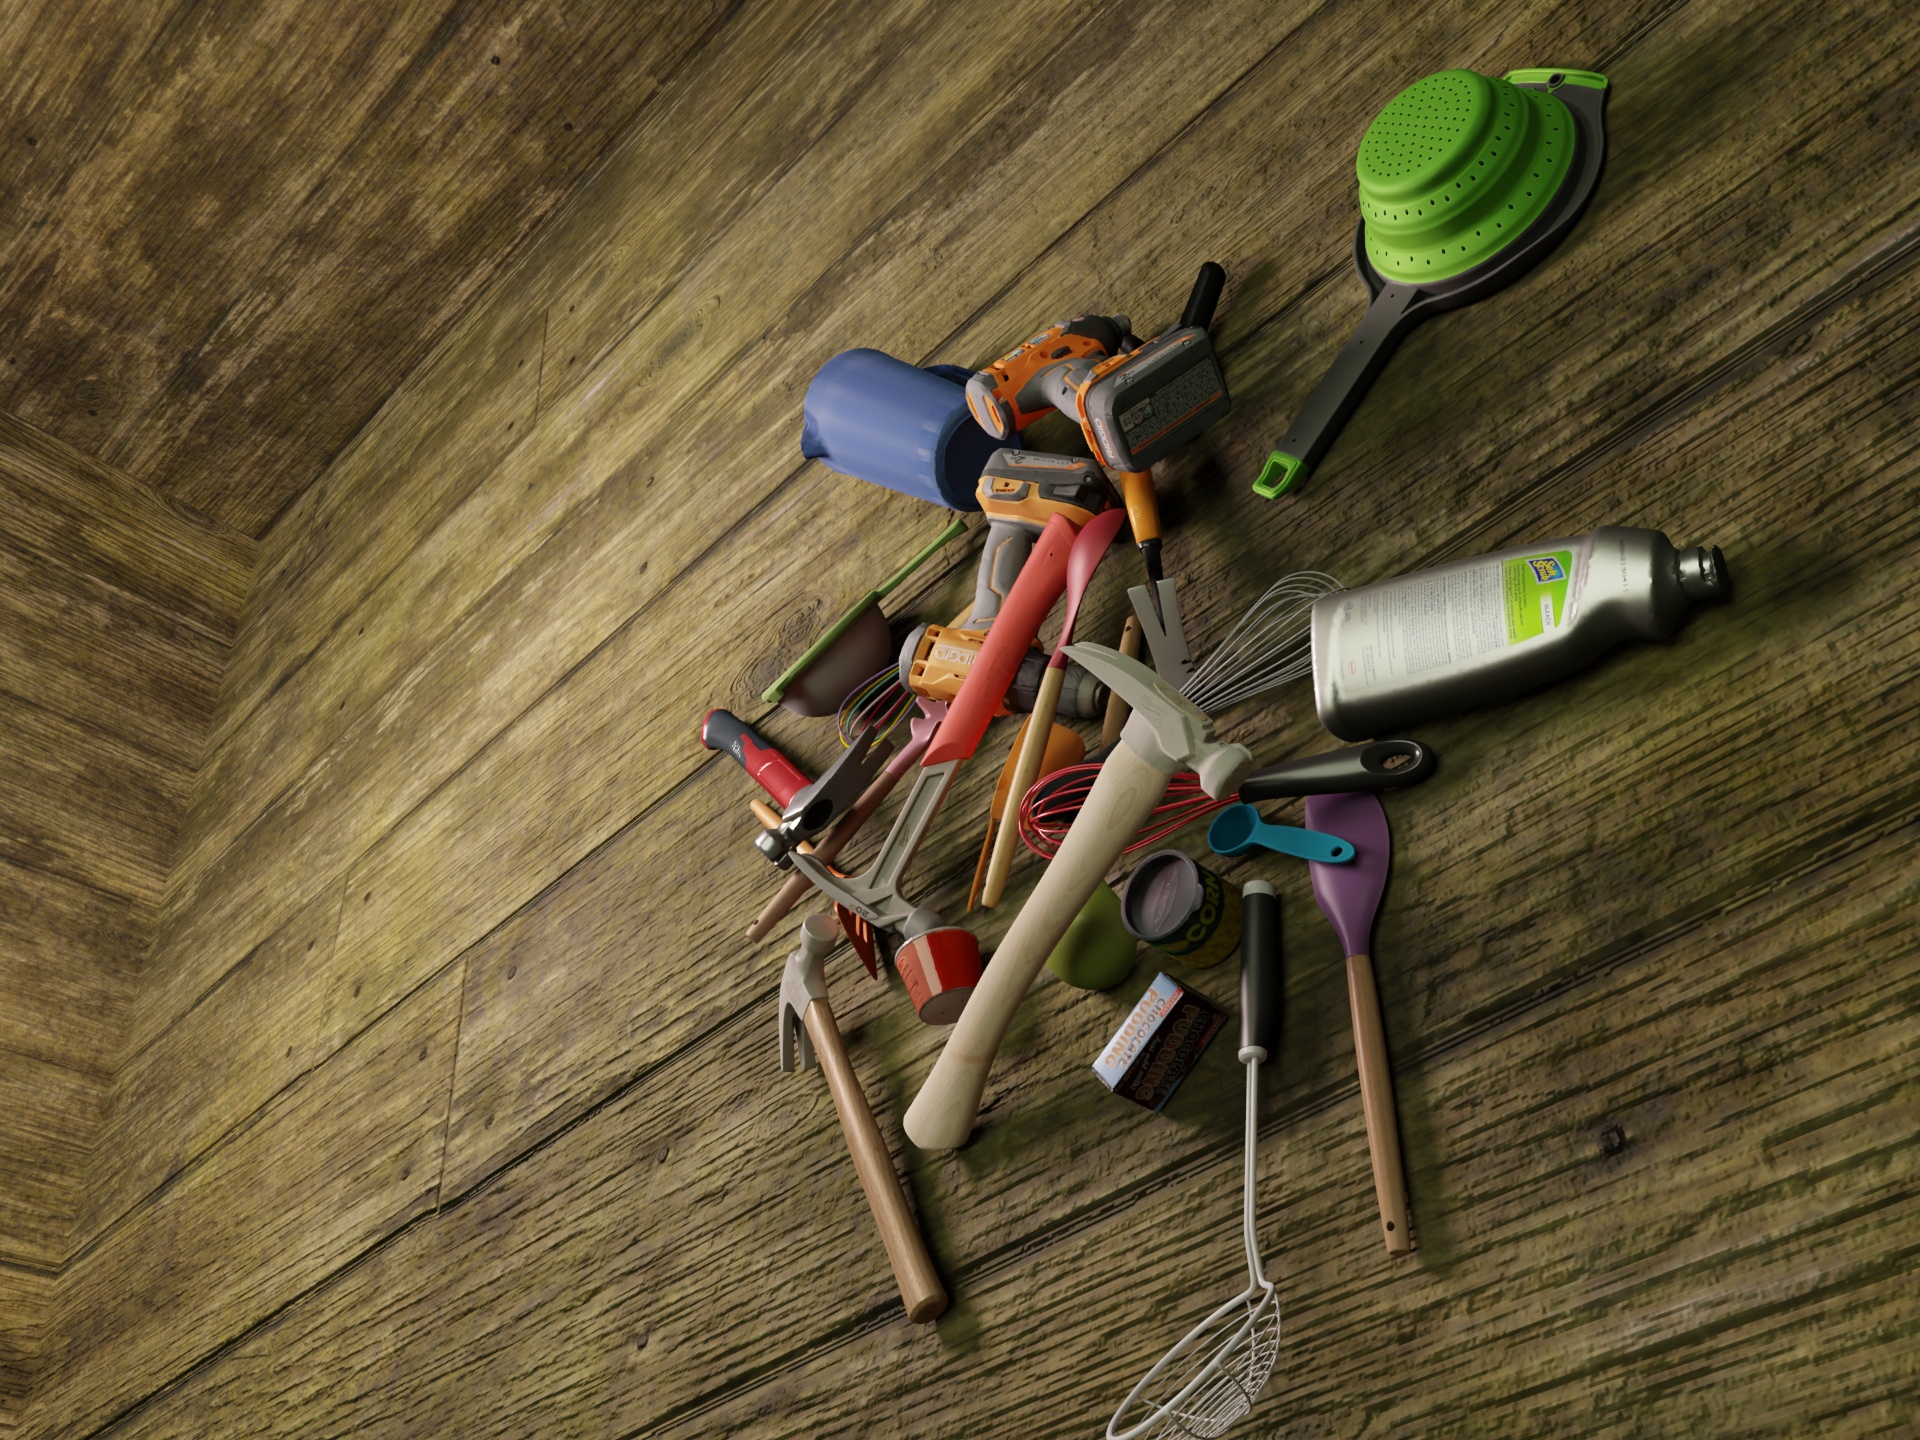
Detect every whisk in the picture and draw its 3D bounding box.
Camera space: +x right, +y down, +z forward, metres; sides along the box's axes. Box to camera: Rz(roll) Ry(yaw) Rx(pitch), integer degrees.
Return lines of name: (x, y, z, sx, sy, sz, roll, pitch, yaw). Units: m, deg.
whisk: (0.165, -0.010, 1.156, 0.284, 0.070, 0.070, -37, 41, 15)
whisk: (-0.019, -0.059, 1.451, 0.245, 0.051, 0.047, -43, 29, 12)
whisk: (0.175, 0.050, 1.092, 0.296, 0.073, 0.073, -11, 55, 25)

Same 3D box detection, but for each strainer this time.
strainer: (-0.075, -0.086, 1.521, 0.256, 0.069, 0.151, -42, 5, -2)

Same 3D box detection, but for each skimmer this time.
skimmer: (0.152, 0.258, 0.979, 0.127, 0.090, 0.364, 118, 164, -57)

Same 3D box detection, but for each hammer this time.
hammer: (0.147, -0.162, 1.282, 0.034, 0.127, 0.337, -15, 43, 10)
hammer: (-0.080, 0.313, 1.233, 0.332, 0.031, 0.130, 61, 141, 43)
hammer: (-0.002, -0.004, 1.277, 0.149, 0.036, 0.359, 30, 96, 28)
hammer: (0.047, 0.142, 1.110, 0.146, 0.038, 0.410, 41, 120, 24)
hammer: (-0.176, 0.029, 1.511, 0.143, 0.038, 0.386, -48, 23, -5)

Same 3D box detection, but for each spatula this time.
spatula: (-0.140, 0.134, 1.447, 0.041, 0.081, 0.323, -34, 29, -14)
spatula: (0.252, 0.171, 0.985, 0.060, 0.018, 0.316, -26, 46, 33)

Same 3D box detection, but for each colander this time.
colander: (0.325, -0.354, 1.212, 0.397, 0.094, 0.205, -56, 36, 3)

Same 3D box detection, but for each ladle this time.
ladle: (0.117, 0.055, 1.219, 0.078, 0.062, 0.320, -17, 46, 39)
ladle: (0.065, -0.013, 1.186, 0.069, 0.031, 0.315, 154, 133, -82)

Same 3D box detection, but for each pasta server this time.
pasta server: (-0.082, 0.063, 1.374, 0.316, 0.040, 0.060, -50, 25, -17)

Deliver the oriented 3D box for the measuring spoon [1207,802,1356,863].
measuring spoon: (0.221, 0.085, 1.077, 0.129, 0.021, 0.042, 10, 62, 54)

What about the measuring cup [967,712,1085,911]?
measuring cup: (0.051, 0.082, 1.254, 0.095, 0.052, 0.173, -43, -29, -70)

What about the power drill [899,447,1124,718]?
power drill: (0.066, -0.108, 1.338, 0.185, 0.084, 0.226, 13, 73, 31)

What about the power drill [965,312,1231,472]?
power drill: (0.123, -0.288, 1.334, 0.164, 0.084, 0.227, -35, 31, -15)
